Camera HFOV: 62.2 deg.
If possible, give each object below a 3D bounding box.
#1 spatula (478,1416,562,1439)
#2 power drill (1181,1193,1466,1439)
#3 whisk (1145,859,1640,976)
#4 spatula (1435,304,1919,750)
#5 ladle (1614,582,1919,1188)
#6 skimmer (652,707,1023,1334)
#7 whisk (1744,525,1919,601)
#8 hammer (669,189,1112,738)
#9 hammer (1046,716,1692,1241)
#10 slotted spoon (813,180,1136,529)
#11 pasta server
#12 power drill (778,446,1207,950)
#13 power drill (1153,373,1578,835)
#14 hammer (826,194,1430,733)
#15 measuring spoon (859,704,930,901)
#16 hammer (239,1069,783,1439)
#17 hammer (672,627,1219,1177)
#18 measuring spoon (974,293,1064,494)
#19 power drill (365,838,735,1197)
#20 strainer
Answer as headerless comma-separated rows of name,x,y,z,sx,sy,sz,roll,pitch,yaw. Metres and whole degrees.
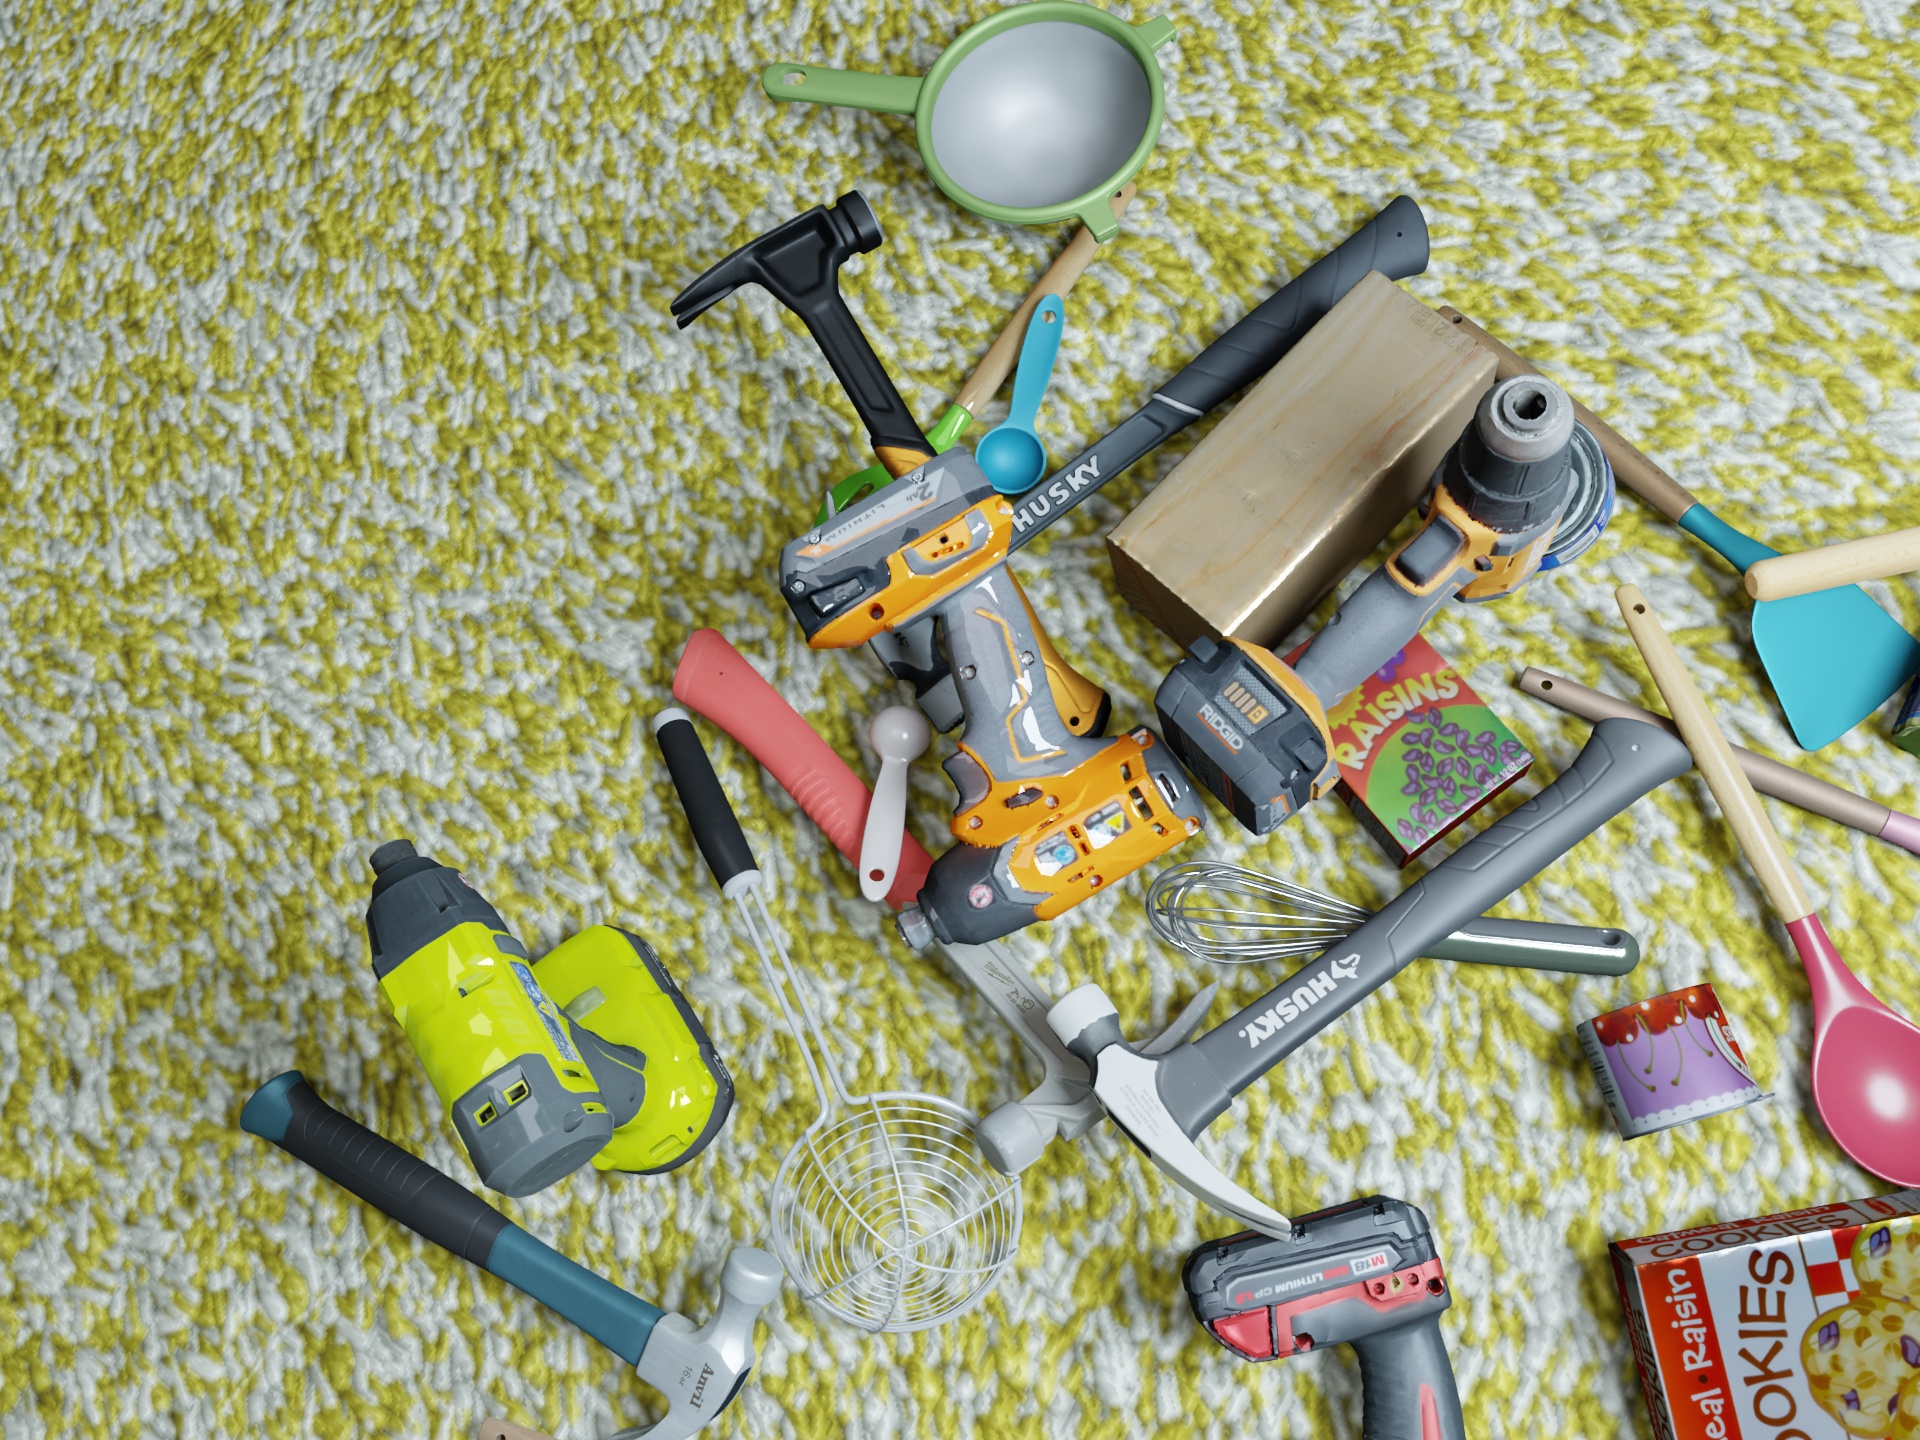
spatula,-0.099,0.405,0.793,0.316,0.018,0.060,14,77,13
power drill,0.168,0.351,0.730,0.188,0.080,0.227,-18,74,5
whisk,0.218,0.106,0.811,0.246,0.059,0.058,5,29,8
spatula,0.372,-0.123,0.865,0.082,0.044,0.318,-39,65,-2
ladle,0.398,0.073,0.780,0.069,0.031,0.315,-23,76,3
skimmer,-0.087,0.149,0.865,0.127,0.090,0.364,-30,60,1
whisk,0.516,-0.098,0.801,0.245,0.047,0.051,-12,36,0
hammer,-0.026,-0.124,0.871,0.127,0.034,0.337,-31,83,-5
hammer,0.216,0.105,0.762,0.335,0.035,0.146,-34,60,-9
slotted spoon,0.014,-0.207,0.957,0.070,0.031,0.314,33,80,13
pasta server,0.434,0.039,0.794,0.316,0.040,0.060,25,91,18
power drill,-0.001,-0.003,0.801,0.164,0.084,0.226,-31,89,-2
power drill,0.198,-0.057,0.751,0.226,0.185,0.084,-42,72,-1
hammer,0.105,-0.172,0.913,0.409,0.036,0.149,-38,85,-5
measuring spoon,-0.038,0.040,0.849,0.034,0.018,0.124,8,54,-1
hammer,-0.253,0.272,0.845,0.331,0.033,0.128,23,94,20
hammer,-0.032,0.069,0.862,0.149,0.036,0.359,-32,62,-26
measuring spoon,0.040,-0.192,0.946,0.042,0.021,0.129,15,79,0
power drill,-0.202,0.148,0.783,0.080,0.223,0.171,-35,70,-2
strainer,0.002,-0.368,0.987,0.256,0.069,0.151,13,78,16
